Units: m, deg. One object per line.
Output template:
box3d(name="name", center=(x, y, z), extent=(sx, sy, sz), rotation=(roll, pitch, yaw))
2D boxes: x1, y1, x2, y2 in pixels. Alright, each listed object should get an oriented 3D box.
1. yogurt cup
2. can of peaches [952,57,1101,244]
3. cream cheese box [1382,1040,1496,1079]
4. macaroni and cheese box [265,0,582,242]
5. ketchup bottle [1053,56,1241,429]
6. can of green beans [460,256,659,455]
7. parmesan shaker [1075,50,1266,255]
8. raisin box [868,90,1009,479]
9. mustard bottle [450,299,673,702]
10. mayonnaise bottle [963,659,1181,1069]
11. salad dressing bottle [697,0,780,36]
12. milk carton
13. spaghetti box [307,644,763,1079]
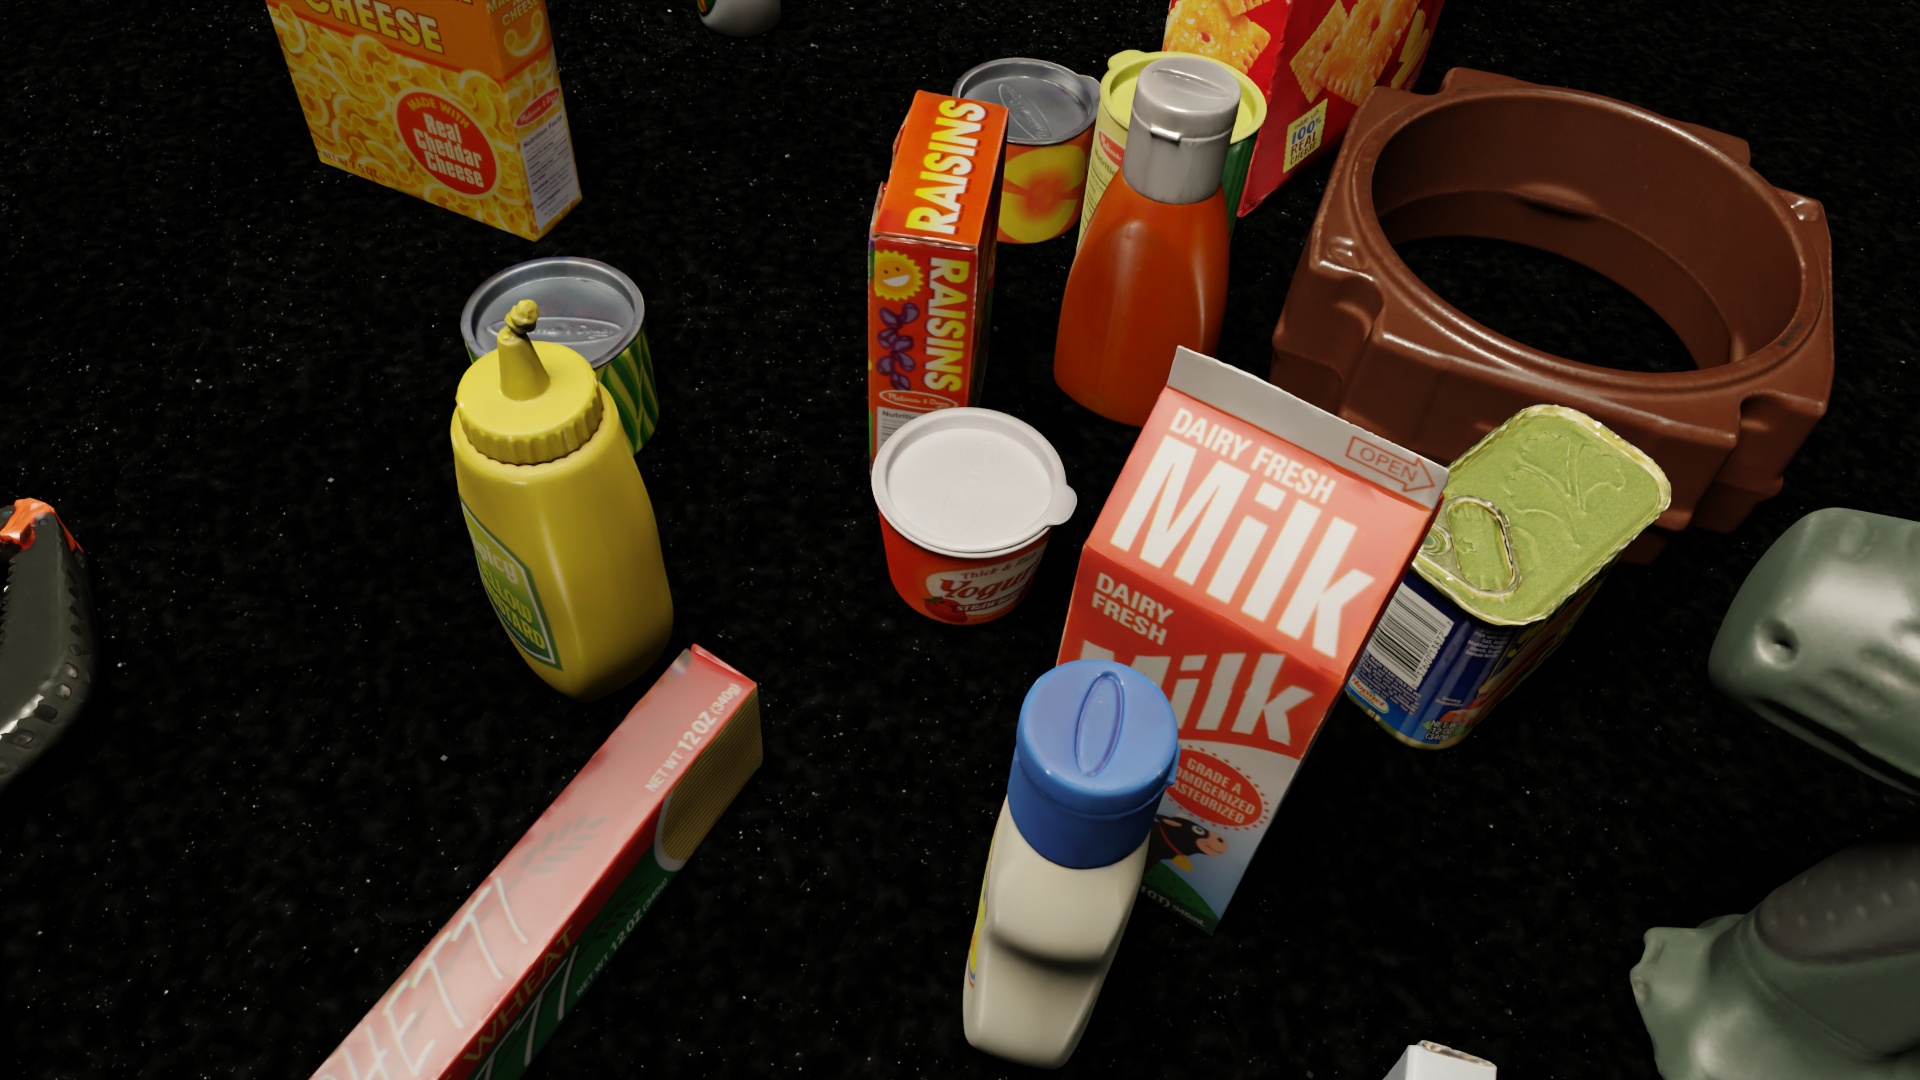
box3d(name="yogurt cup", center=(0.002, -0.006, 0.502), extent=(0.072, 0.053, 0.073), rotation=(2, 51, -3))
box3d(name="can of peaches", center=(0.030, -0.181, 0.645), extent=(0.071, 0.057, 0.071), rotation=(2, 51, -3))
box3d(name="cream cheese box", center=(0.114, 0.188, 0.352), extent=(0.024, 0.053, 0.104), rotation=(14, 51, 7))
box3d(name="macaroni and cheese box", center=(-0.233, -0.219, 0.586), extent=(0.124, 0.165, 0.040), rotation=(22, 53, 13))
box3d(name="ketchup bottle", center=(0.074, -0.109, 0.531), extent=(0.065, 0.148, 0.044), rotation=(24, 53, 14))
box3d(name="can of green beans", center=(-0.153, -0.066, 0.537), extent=(0.071, 0.057, 0.071), rotation=(2, 51, -3))
box3d(name="parmesan shaker", center=(0.084, -0.146, 0.591), extent=(0.071, 0.102, 0.072), rotation=(2, 51, -3))
box3d(name="raisin box", center=(-0.009, -0.092, 0.527), extent=(0.040, 0.122, 0.086), rotation=(9, 51, 3))
box3d(name="mustard bottle", center=(-0.127, -0.013, 0.430), extent=(0.049, 0.159, 0.065), rotation=(-36, 62, -28))
box3d(name="mayonnaise bottle", center=(0.027, 0.086, 0.368), extent=(0.041, 0.147, 0.065), rotation=(13, 51, 7))
box3d(name="salad dressing bottle", center=(-0.116, -0.331, 0.699), extent=(0.044, 0.146, 0.064), rotation=(-10, 52, -12))
box3d(name="milk carton", center=(0.074, 0.028, 0.392), extent=(0.072, 0.189, 0.074), rotation=(28, 54, 17))
box3d(name="spaghetti box", center=(-0.137, 0.134, 0.379), extent=(0.029, 0.049, 0.251), rotation=(26, 53, 16))
